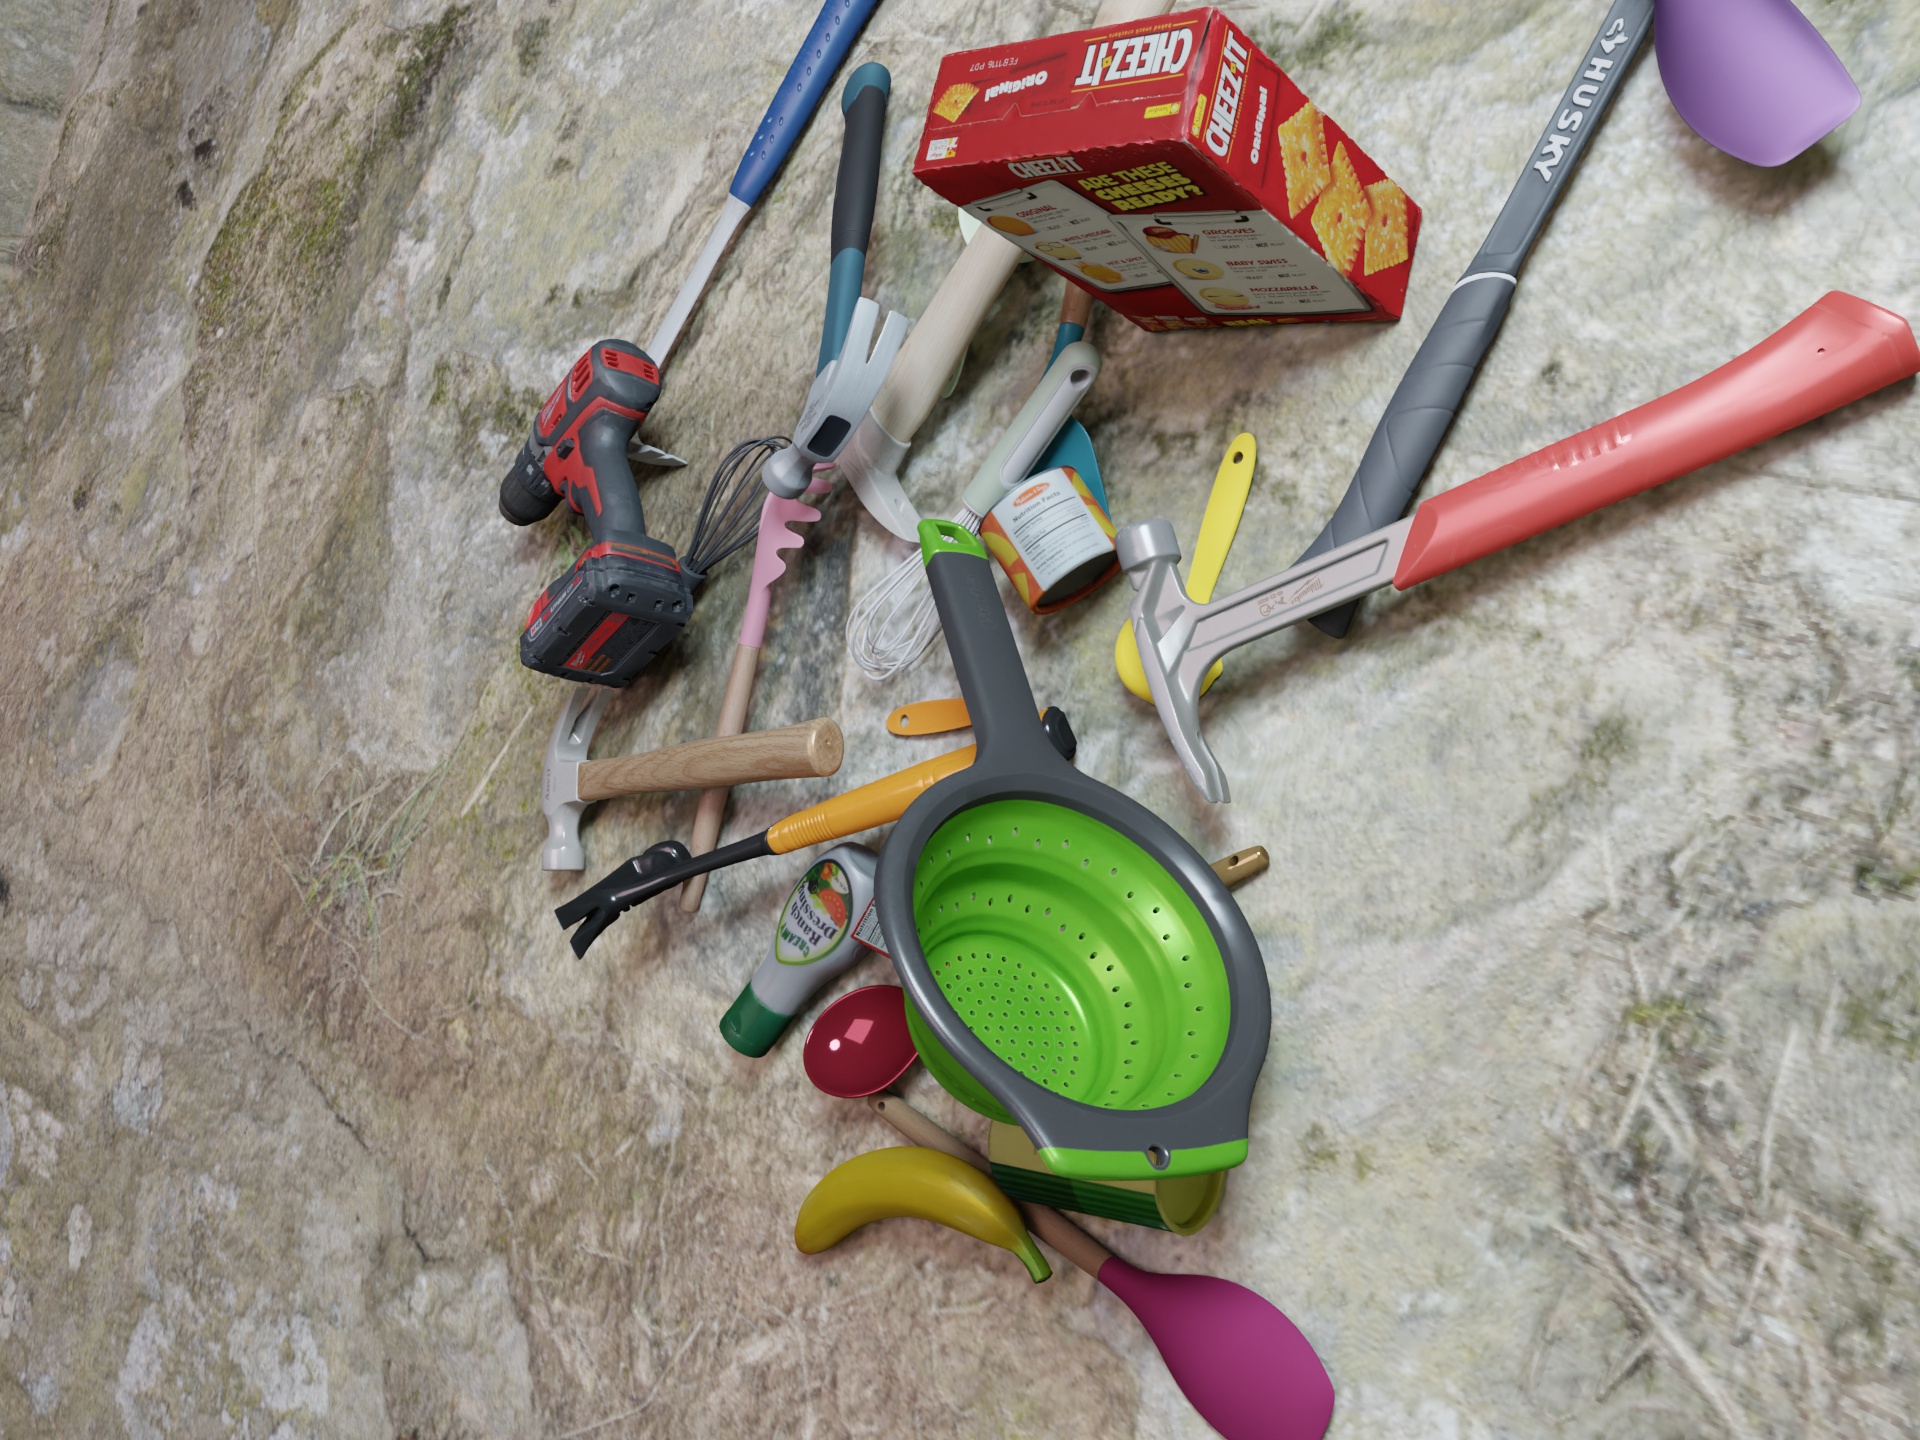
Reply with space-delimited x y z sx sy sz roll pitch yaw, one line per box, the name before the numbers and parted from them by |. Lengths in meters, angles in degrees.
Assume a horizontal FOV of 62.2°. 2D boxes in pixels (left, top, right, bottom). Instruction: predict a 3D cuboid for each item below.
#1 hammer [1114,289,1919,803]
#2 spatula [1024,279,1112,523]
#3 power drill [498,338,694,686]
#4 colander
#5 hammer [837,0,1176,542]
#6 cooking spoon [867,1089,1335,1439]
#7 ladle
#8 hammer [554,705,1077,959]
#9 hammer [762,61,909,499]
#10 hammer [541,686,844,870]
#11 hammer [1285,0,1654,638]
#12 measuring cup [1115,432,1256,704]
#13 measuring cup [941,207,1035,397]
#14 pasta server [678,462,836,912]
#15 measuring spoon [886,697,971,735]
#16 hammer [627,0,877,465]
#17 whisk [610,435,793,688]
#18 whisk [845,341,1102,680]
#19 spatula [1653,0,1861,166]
hammer | 0.245 -0.086 0.733 0.359 0.036 0.149 -23 76 27
spatula | 0.076 -0.253 0.953 0.082 0.044 0.317 3 76 40
power drill | -0.273 -0.137 1.139 0.188 0.080 0.227 -38 53 38
colander | 0.020 0.063 0.815 0.094 0.204 0.398 -56 39 42
hammer | 0.039 -0.291 0.923 0.410 0.038 0.146 -55 51 33
cooking spoon | 0.058 0.274 0.833 0.319 0.017 0.069 26 96 41
ladle | 0.035 0.138 0.883 0.315 0.031 0.069 -30 48 28
hammer | -0.086 0.062 0.948 0.337 0.127 0.034 -21 98 25
hammer | -0.073 -0.305 1.030 0.128 0.033 0.331 -39 40 48
hammer | -0.190 0.030 1.061 0.331 0.031 0.130 -9 79 46
hammer | 0.270 -0.227 0.775 0.149 0.036 0.409 33 101 39
measuring cup | 0.125 -0.084 0.860 0.062 0.029 0.156 20 94 41
measuring cup | 0.024 -0.282 1.001 0.083 0.038 0.167 39 119 42
pasta server | -0.140 -0.022 1.062 0.060 0.040 0.316 -129 53 -80
measuring spoon | -0.002 -0.003 0.963 0.117 0.011 0.021 -7 75 43
hammer | -0.165 -0.373 1.177 0.144 0.035 0.405 43 107 39
whisk | -0.188 -0.108 1.125 0.239 0.055 0.055 -49 53 26
whisk | 0.007 -0.119 0.936 0.246 0.057 0.059 -53 37 26
spatula | 0.309 -0.378 0.742 0.060 0.018 0.316 -35 62 29
